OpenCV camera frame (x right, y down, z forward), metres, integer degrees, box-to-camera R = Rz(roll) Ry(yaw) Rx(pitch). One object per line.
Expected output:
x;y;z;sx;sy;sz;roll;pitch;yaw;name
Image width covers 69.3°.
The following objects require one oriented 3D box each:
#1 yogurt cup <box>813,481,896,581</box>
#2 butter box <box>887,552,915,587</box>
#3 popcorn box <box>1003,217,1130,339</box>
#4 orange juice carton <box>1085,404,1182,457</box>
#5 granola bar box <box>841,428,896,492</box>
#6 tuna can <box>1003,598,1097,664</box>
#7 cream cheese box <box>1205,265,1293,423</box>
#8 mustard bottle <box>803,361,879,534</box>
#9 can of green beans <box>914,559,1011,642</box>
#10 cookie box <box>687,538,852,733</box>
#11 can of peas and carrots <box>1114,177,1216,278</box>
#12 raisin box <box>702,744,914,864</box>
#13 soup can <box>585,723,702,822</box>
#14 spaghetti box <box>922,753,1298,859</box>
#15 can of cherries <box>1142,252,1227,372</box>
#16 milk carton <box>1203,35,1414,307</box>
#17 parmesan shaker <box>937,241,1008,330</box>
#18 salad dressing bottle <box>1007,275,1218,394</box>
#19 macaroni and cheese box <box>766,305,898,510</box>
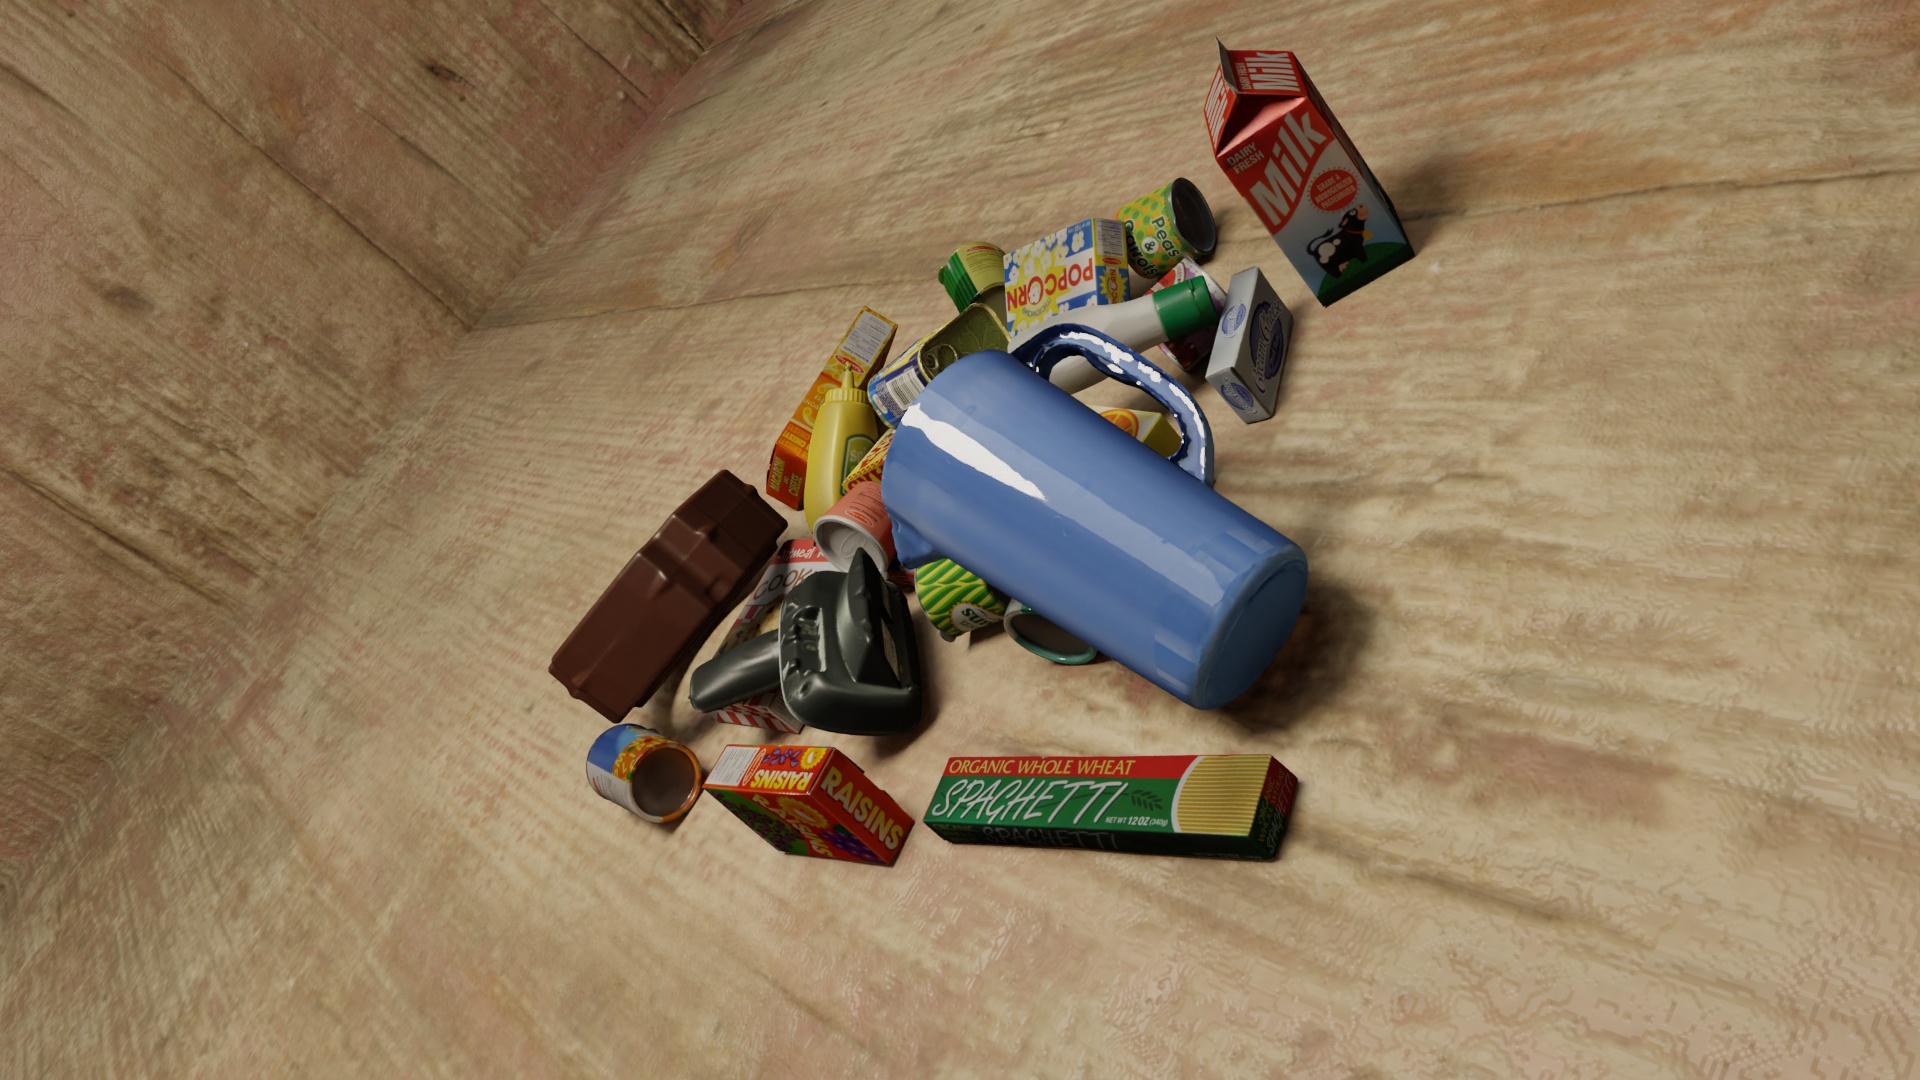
-0.075;-0.010;1.099;0.072;0.072;0.054;-9;36;46;yogurt cup
-0.020;-0.010;1.120;0.053;0.024;0.104;3;55;53;butter box
0.088;-0.210;1.157;0.126;0.038;0.085;-9;84;57;popcorn box
0.081;-0.050;0.998;0.073;0.071;0.193;-54;32;-14;orange juice carton
-0.005;-0.091;1.149;0.165;0.039;0.125;-27;16;29;granola bar box
0.065;0.052;0.907;0.071;0.071;0.033;-9;48;46;tuna can
0.203;-0.137;0.971;0.024;0.053;0.104;-16;42;41;cream cheese box
-0.101;-0.081;1.209;0.048;0.065;0.160;-9;75;40;mustard bottle
0.010;0.030;0.997;0.057;0.071;0.071;-23;38;33;can of green beans
-0.140;0.074;1.151;0.123;0.040;0.168;-2;51;49;cookie box
0.167;-0.254;1.139;0.058;0.071;0.071;-19;40;39;can of peas and carrots
-0.104;0.177;0.941;0.123;0.086;0.040;-7;43;47;raisin box
-0.257;0.187;1.135;0.084;0.071;0.071;6;58;52;soup can
0.076;0.153;0.808;0.249;0.028;0.050;-9;46;45;spaghetti box
0.167;-0.170;1.037;0.058;0.071;0.072;-42;31;8;can of cherries
0.228;-0.259;0.951;0.073;0.190;0.073;-30;34;26;milk carton
0.023;-0.226;1.278;0.071;0.071;0.103;-39;32;12;parmesan shaker
0.109;-0.146;0.993;0.147;0.044;0.064;-19;48;14;salad dressing bottle
-0.124;-0.123;1.308;0.167;0.040;0.123;-60;1;-23;macaroni and cheese box
